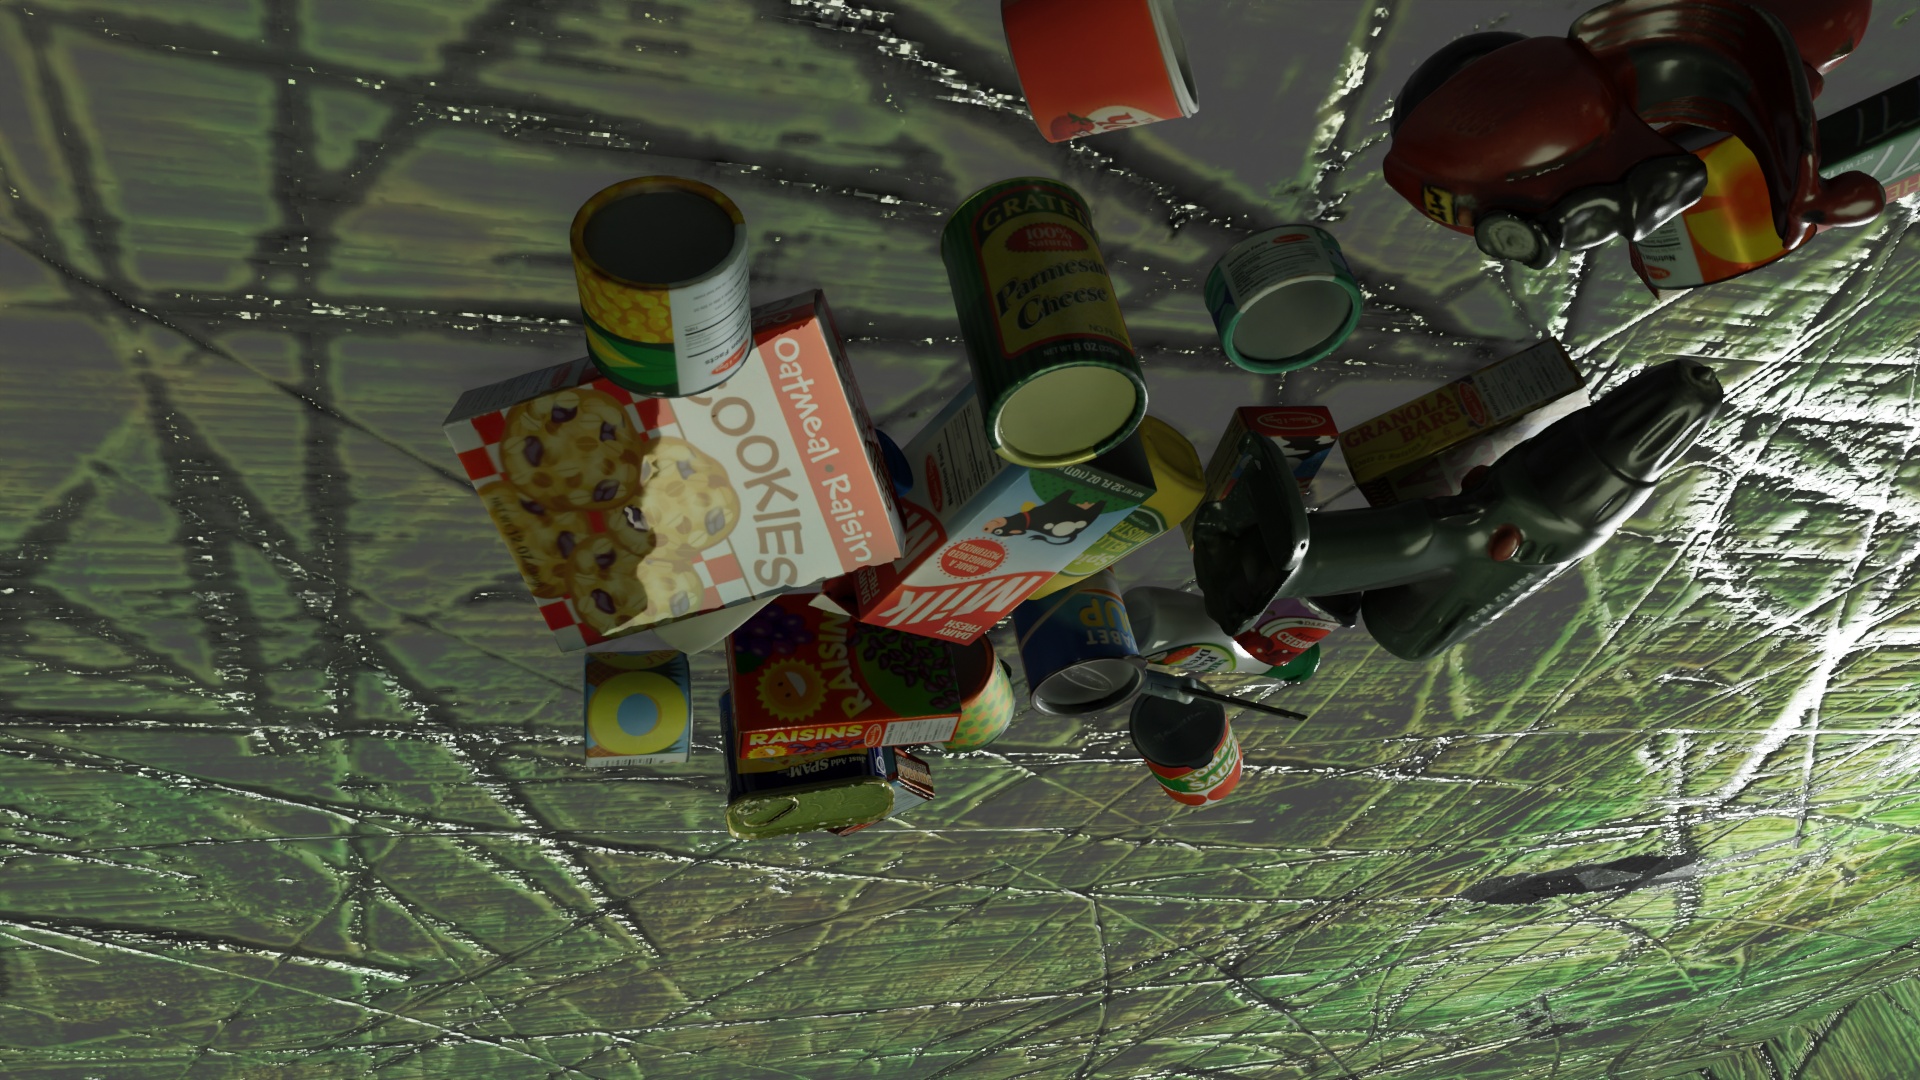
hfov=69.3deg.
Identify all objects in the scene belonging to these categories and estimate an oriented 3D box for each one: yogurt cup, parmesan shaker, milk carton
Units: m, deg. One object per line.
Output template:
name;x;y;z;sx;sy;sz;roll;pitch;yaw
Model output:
yogurt cup;0.048;-0.174;0.486;0.054;0.073;0.072;-15;147;17
parmesan shaker;0.036;-0.089;0.567;0.071;0.103;0.071;-9;145;-6
milk carton;0.002;-0.009;0.700;0.072;0.074;0.189;17;136;-36

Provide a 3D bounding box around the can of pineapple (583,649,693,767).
can of pineapple;-0.186;0.094;0.797;0.058;0.071;0.070;-1;144;-17

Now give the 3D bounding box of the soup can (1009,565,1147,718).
soup can;0.066;0.048;0.793;0.071;0.084;0.071;-9;146;-6

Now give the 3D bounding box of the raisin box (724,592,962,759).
raisin box;-0.068;0.073;0.783;0.123;0.086;0.040;-3;149;-14

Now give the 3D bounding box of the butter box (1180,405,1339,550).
butter box;0.161;-0.033;0.760;0.053;0.024;0.103;-2;144;-15

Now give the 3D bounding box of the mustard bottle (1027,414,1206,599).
mustard bottle;0.055;-0.005;0.744;0.065;0.049;0.159;24;131;-38

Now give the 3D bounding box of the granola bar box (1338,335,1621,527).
granola bar box;0.300;-0.033;0.792;0.124;0.039;0.165;-25;144;18

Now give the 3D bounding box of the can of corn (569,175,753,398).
can of corn;-0.117;-0.100;0.539;0.071;0.071;0.058;-5;145;-10

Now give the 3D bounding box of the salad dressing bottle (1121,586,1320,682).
salad dressing bottle;0.165;0.063;0.880;0.148;0.044;0.064;12;155;-32

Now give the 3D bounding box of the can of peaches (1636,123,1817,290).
can of peaches;0.321;-0.148;0.591;0.071;0.071;0.058;-23;106;16

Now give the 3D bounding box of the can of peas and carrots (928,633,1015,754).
can of peas and carrots;-0.003;0.086;0.844;0.071;0.071;0.058;-16;145;6

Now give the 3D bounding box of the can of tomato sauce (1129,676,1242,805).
can of tomato sauce;0.161;0.143;0.974;0.071;0.071;0.082;-19;146;10

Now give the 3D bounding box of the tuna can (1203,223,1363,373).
tuna can;0.149;-0.108;0.639;0.071;0.033;0.070;-8;145;-6

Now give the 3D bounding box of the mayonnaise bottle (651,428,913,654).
mayonnaise bottle;-0.092;-0.003;0.691;0.148;0.065;0.041;-32;133;20

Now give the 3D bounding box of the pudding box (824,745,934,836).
pudding box;-0.067;0.179;0.988;0.083;0.030;0.049;-27;144;20

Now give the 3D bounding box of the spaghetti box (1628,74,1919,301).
spaghetti box;0.432;-0.184;0.626;0.250;0.029;0.050;-24;145;16

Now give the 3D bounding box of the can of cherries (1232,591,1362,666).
can of cherries;0.195;0.035;0.827;0.071;0.072;0.058;13;138;-33

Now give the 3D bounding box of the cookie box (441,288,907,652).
cookie box;-0.121;-0.029;0.619;0.167;0.040;0.122;-16;119;5
